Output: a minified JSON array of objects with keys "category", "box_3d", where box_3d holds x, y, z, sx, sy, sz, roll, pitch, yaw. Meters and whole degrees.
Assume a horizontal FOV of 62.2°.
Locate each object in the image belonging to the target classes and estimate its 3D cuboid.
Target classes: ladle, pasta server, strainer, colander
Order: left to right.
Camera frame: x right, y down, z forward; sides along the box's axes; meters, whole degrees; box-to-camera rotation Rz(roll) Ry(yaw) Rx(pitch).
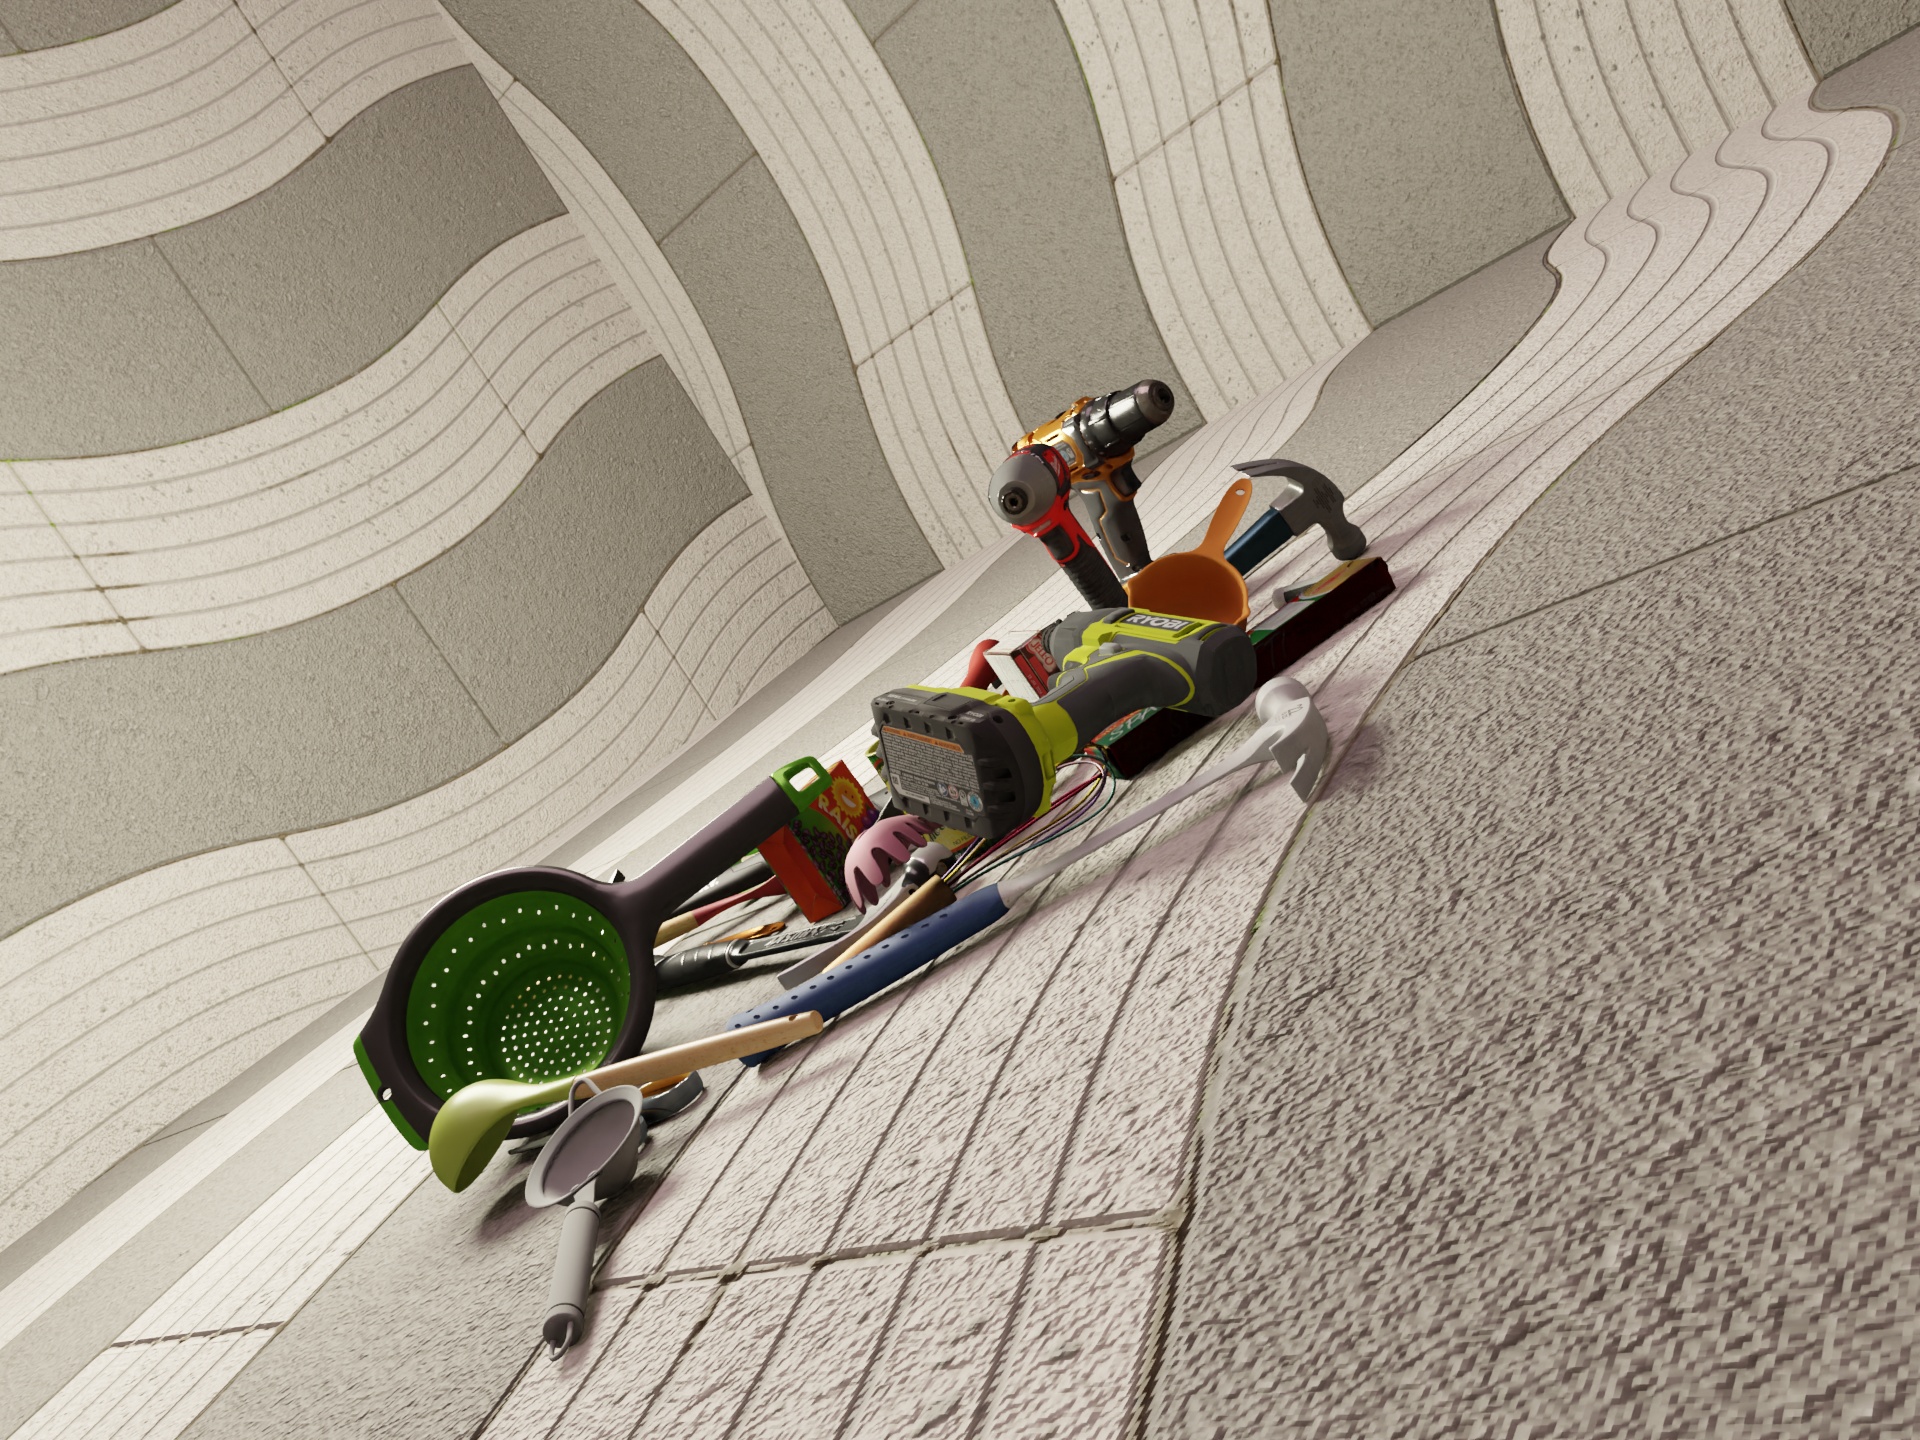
[{"category":"strainer","box_3d":[-0.202,0.266,0.853,0.087,0.050,0.258,-39,14,1]},{"category":"ladle","box_3d":[-0.211,0.232,0.989,0.320,0.062,0.078,-20,16,27]},{"category":"colander","box_3d":[-0.254,0.170,1.203,0.397,0.205,0.094,-38,-25,-11]},{"category":"ladle","box_3d":[-0.244,0.174,1.316,0.315,0.031,0.069,-24,-9,-10]},{"category":"pasta server","box_3d":[0.015,0.060,1.098,0.060,0.040,0.316,-52,-16,30]}]

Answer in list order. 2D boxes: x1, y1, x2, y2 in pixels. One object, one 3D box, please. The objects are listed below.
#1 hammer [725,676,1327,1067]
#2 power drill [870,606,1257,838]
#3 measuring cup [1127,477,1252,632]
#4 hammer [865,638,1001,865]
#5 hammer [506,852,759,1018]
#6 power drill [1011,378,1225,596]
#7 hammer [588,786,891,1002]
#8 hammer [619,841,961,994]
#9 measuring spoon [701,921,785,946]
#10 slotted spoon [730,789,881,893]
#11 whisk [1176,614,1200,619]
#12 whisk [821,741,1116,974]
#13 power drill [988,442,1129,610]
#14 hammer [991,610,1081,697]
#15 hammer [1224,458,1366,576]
[{"category":"hammer","box_3d":[0.034,0.099,0.940,0.405,0.035,0.144,-31,9,11]},{"category":"power drill","box_3d":[0.058,-0.013,1.032,0.223,0.080,0.171,-27,26,-34]},{"category":"measuring cup","box_3d":[0.188,-0.109,1.208,0.095,0.052,0.174,17,58,20]},{"category":"hammer","box_3d":[-0.002,-0.004,1.382,0.149,0.036,0.359,-57,1,26]},{"category":"hammer","box_3d":[-0.294,0.188,1.603,0.410,0.038,0.146,-29,8,22]},{"category":"power drill","box_3d":[0.163,-0.191,1.434,0.084,0.226,0.185,-39,11,-36]},{"category":"hammer","box_3d":[-0.188,0.133,1.424,0.335,0.035,0.146,-27,35,10]},{"category":"hammer","box_3d":[-0.163,0.179,1.205,0.149,0.036,0.409,-41,11,-37]},{"category":"measuring spoon","box_3d":[-0.184,0.185,1.327,0.117,0.011,0.021,-21,13,39]},{"category":"slotted spoon","box_3d":[-0.094,0.086,1.455,0.314,0.070,0.031,-26,-33,15]},{"category":"whisk","box_3d":[0.102,-0.015,1.225,0.239,0.055,0.055,-30,8,-10]},{"category":"whisk","box_3d":[0.009,0.099,1.045,0.245,0.051,0.047,-39,-11,-14]},{"category":"power drill","box_3d":[0.099,-0.130,1.351,0.078,0.219,0.143,-30,9,19]},{"category":"hammer","box_3d":[0.057,-0.035,1.587,0.127,0.034,0.337,-29,10,16]},{"category":"hammer","box_3d":[0.174,-0.084,1.280,0.331,0.128,0.033,-41,29,-1]}]
